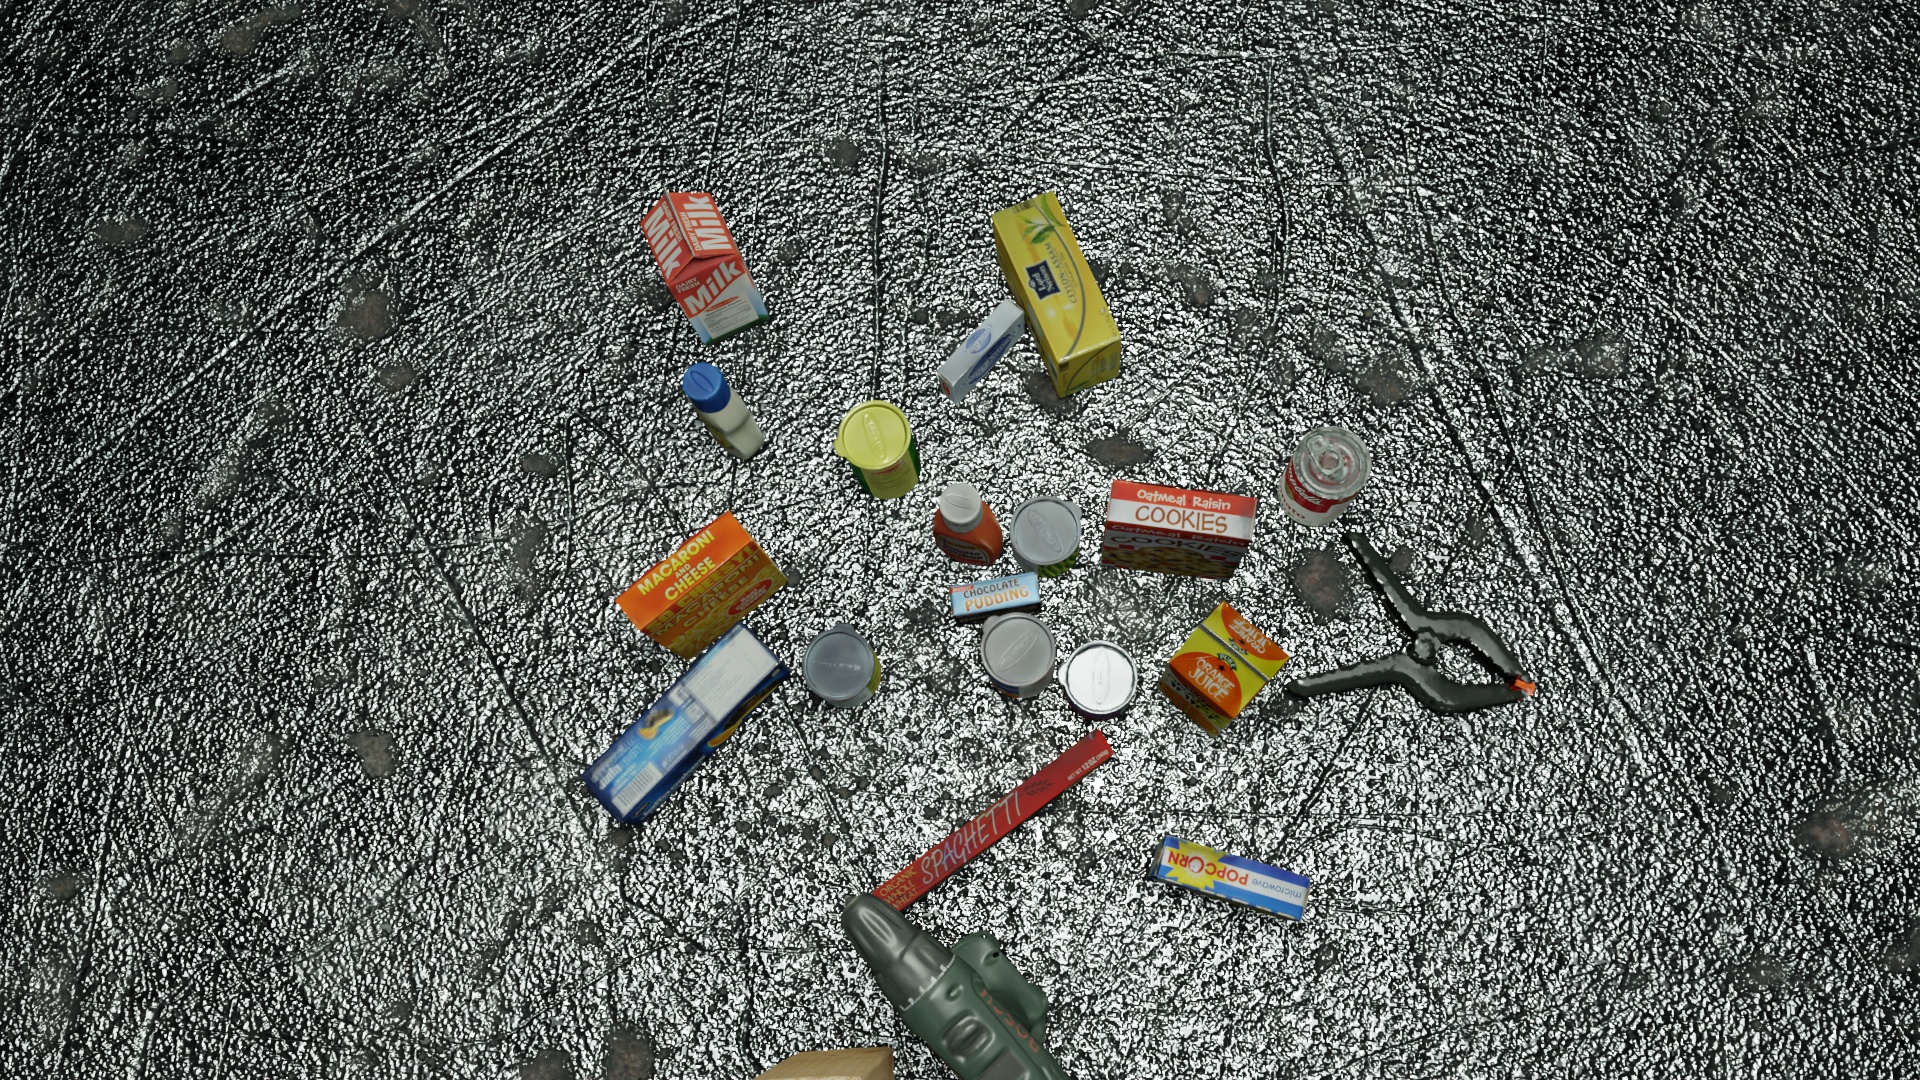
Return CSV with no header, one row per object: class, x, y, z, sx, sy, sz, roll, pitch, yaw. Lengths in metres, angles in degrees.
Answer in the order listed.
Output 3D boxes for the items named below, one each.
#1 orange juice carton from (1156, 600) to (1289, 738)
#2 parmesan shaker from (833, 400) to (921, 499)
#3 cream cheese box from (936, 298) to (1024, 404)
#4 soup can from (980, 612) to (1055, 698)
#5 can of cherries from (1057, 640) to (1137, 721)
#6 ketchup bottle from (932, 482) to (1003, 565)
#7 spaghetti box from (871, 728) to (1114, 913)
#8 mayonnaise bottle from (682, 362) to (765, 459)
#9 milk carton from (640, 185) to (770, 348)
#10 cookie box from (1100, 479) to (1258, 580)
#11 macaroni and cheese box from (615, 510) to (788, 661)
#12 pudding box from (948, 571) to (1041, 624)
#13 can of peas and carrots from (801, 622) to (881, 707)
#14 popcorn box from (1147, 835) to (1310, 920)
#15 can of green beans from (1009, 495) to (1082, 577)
orange juice carton,0.223,0.110,1.187,0.072,0.192,0.073,42,82,12
parmesan shaker,-0.077,-0.083,1.304,0.071,0.103,0.071,-1,76,4
cream cheese box,0.020,-0.183,1.350,0.024,0.053,0.104,41,81,12
soup can,0.051,0.103,1.256,0.071,0.083,0.071,-1,76,4
can of cherries,0.124,0.127,1.259,0.071,0.058,0.071,-1,75,4
ketchup bottle,0.004,-0.016,1.257,0.065,0.148,0.043,17,78,8
spaghetti box,0.029,0.253,1.236,0.250,0.050,0.029,-35,76,-6
mayonnaise bottle,-0.225,-0.124,1.301,0.065,0.147,0.041,42,82,12
milk carton,-0.244,-0.262,1.316,0.073,0.190,0.072,-25,76,-3
cookie box,0.190,-0.007,1.233,0.123,0.167,0.040,7,77,6
macaroni and cheese box,-0.229,0.044,1.247,0.124,0.166,0.040,-39,77,-6
pudding box,0.033,0.054,1.288,0.084,0.049,0.030,-9,75,1
can of peas and carrots,-0.108,0.115,1.276,0.071,0.058,0.071,-1,75,4
popcorn box,0.230,0.291,1.195,0.127,0.085,0.038,15,77,8
can of green beans,0.079,-0.003,1.296,0.071,0.057,0.071,-1,75,4
